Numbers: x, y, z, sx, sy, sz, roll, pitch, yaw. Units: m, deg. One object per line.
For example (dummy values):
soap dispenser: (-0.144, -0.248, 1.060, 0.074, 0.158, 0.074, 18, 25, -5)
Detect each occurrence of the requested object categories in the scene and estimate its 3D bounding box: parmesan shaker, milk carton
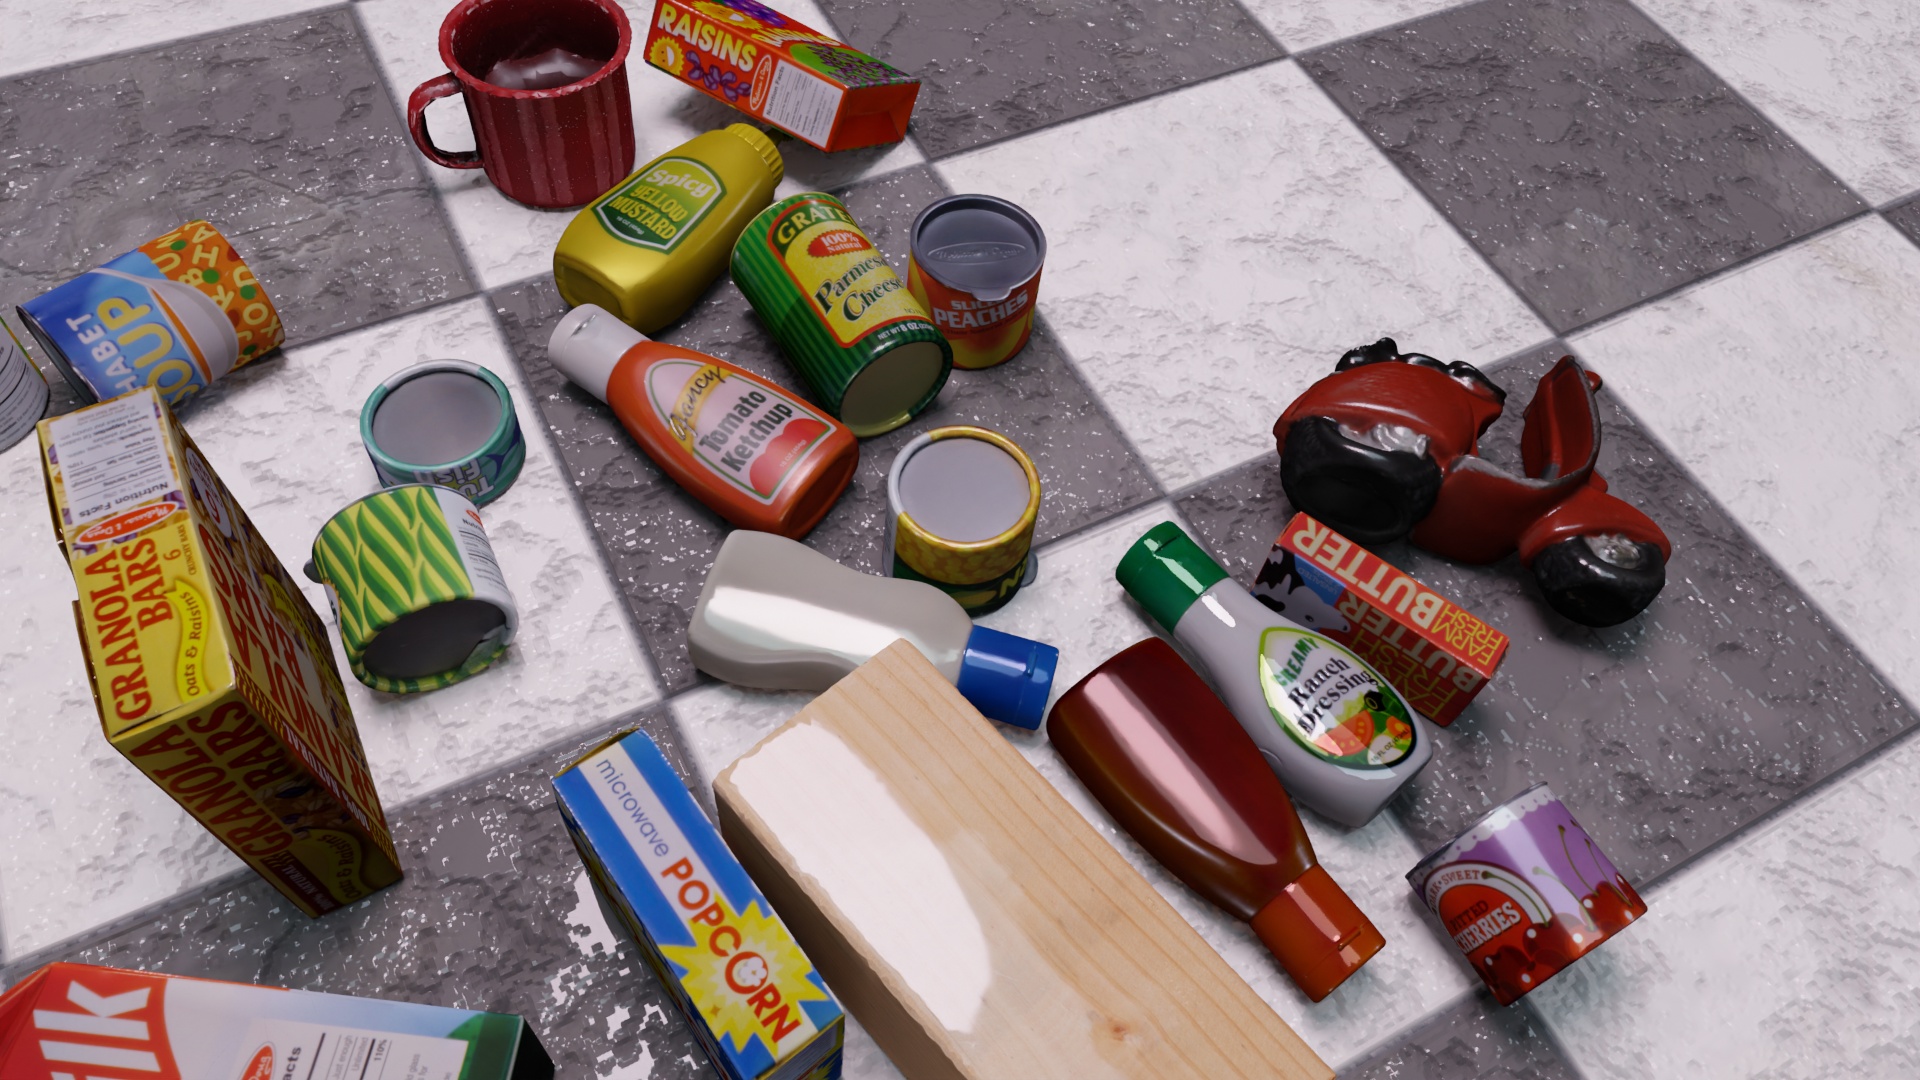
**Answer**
parmesan shaker: (-0.055, -0.108, 0.663, 0.071, 0.071, 0.103, -26, 63, -21)
milk carton: (-0.238, 0.186, 0.445, 0.191, 0.072, 0.074, 7, 56, -2)

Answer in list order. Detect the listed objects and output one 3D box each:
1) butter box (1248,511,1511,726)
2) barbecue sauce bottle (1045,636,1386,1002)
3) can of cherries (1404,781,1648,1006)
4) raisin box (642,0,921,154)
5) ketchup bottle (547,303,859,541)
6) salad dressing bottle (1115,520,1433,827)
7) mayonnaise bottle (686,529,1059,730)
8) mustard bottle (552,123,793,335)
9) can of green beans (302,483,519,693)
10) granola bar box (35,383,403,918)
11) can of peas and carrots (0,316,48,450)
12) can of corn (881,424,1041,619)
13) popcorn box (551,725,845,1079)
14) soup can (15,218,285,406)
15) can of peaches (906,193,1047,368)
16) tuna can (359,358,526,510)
butter box: (0.178, 0.034, 0.599, 0.103, 0.053, 0.024, 34, 62, 16)
barbecue sauce bottle: (0.102, 0.110, 0.547, 0.065, 0.043, 0.149, -30, 65, -23)
can of cherries: (0.212, 0.135, 0.526, 0.072, 0.071, 0.058, -24, 63, -20)
raisin box: (-0.096, -0.254, 0.752, 0.123, 0.040, 0.086, 30, 30, 13)
ketchup bottle: (-0.122, -0.058, 0.635, 0.149, 0.043, 0.065, 32, 65, 16)
salad dressing bottle: (0.128, 0.053, 0.587, 0.064, 0.043, 0.148, -33, 65, -27)
mayonnaise bottle: (-0.035, 0.043, 0.580, 0.148, 0.041, 0.065, 16, 58, 3)
mustard bottle: (-0.135, -0.170, 0.705, 0.065, 0.048, 0.161, 31, 59, 11)
can of green beans: (-0.219, 0.020, 0.560, 0.071, 0.071, 0.058, -22, 62, -19)
granola bar box: (-0.251, 0.045, 0.481, 0.039, 0.164, 0.124, -23, 62, -16)
can of peas and carrots: (-0.448, -0.076, 0.606, 0.071, 0.058, 0.071, 2, 56, -4)
can of corn: (0.002, -0.008, 0.605, 0.071, 0.058, 0.071, 3, 57, -4)
popcorn box: (-0.091, 0.136, 0.484, 0.038, 0.084, 0.127, -31, 64, -24)
soup can: (-0.359, -0.095, 0.622, 0.071, 0.071, 0.084, 40, 62, 19)
can of peaches: (0.006, -0.125, 0.685, 0.071, 0.057, 0.071, 3, 57, -5)
tuna can: (-0.231, -0.045, 0.622, 0.071, 0.032, 0.071, 3, 56, -4)
